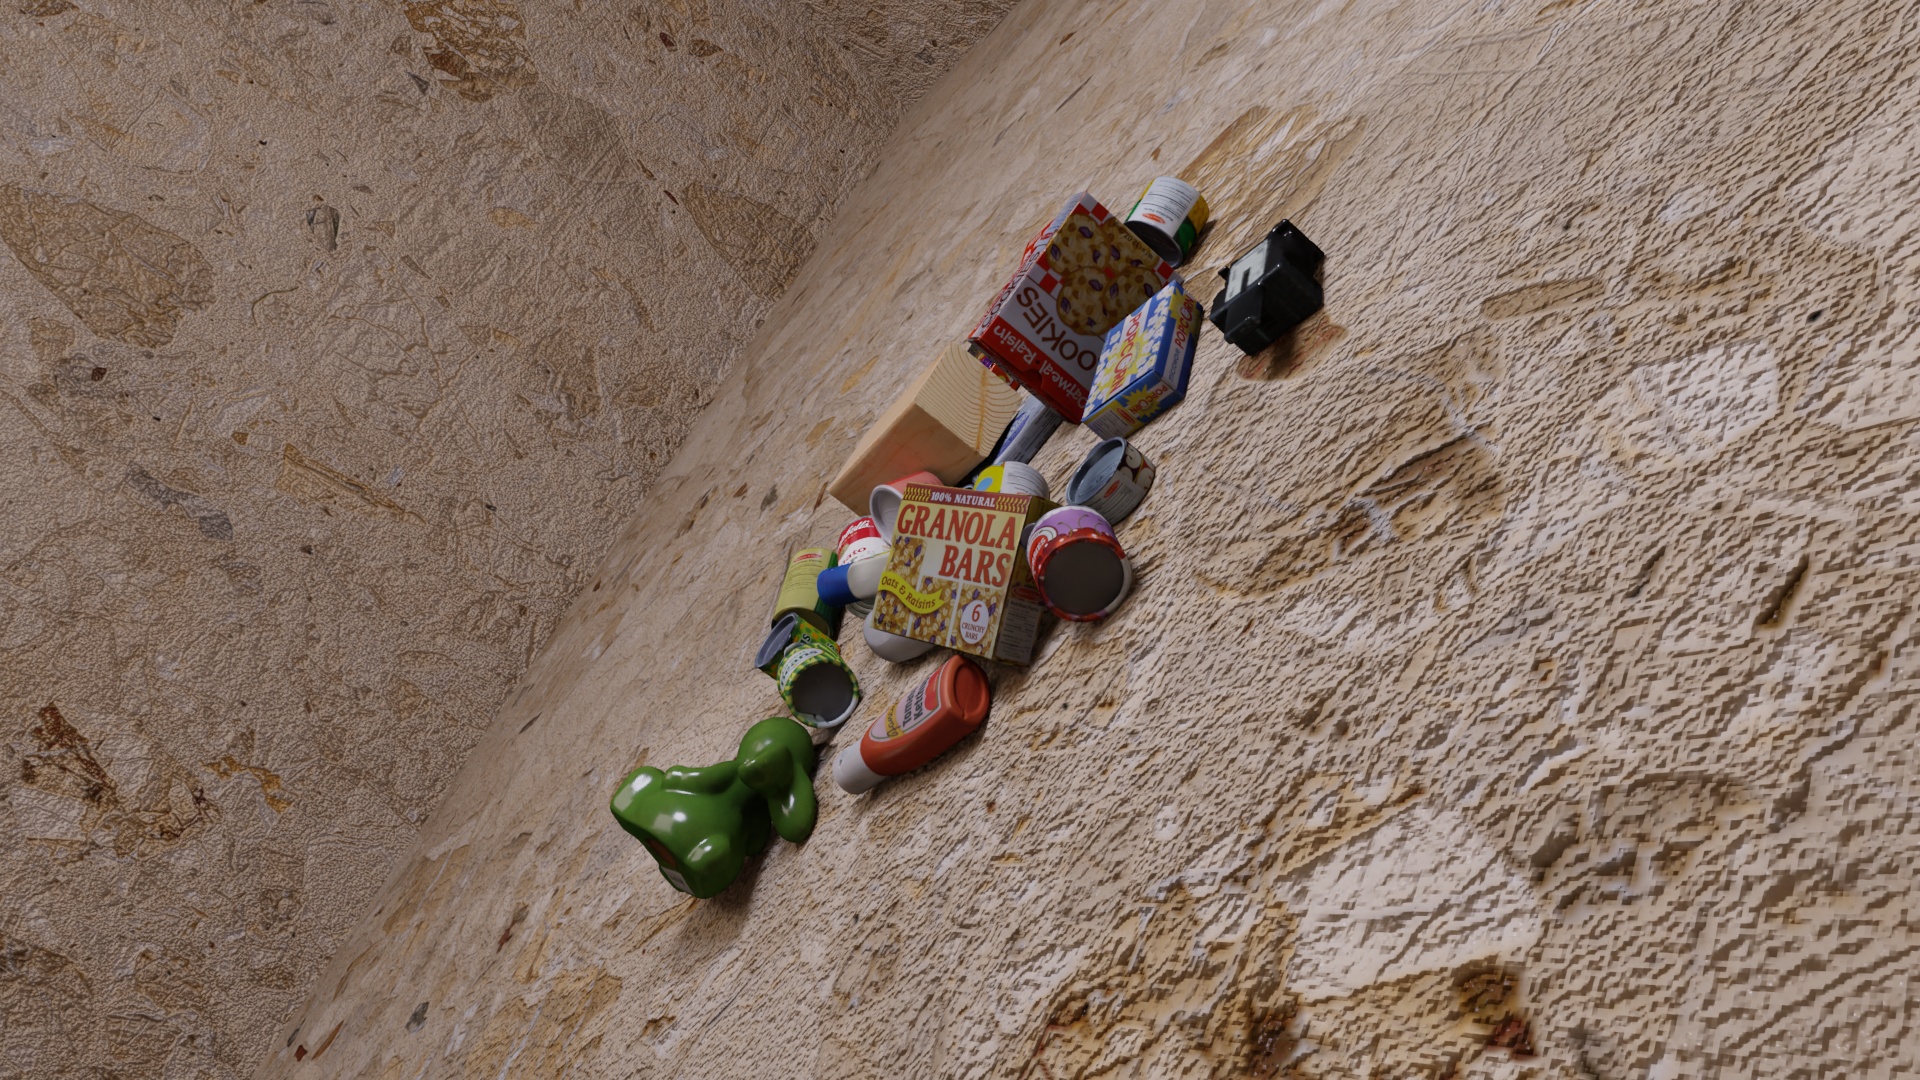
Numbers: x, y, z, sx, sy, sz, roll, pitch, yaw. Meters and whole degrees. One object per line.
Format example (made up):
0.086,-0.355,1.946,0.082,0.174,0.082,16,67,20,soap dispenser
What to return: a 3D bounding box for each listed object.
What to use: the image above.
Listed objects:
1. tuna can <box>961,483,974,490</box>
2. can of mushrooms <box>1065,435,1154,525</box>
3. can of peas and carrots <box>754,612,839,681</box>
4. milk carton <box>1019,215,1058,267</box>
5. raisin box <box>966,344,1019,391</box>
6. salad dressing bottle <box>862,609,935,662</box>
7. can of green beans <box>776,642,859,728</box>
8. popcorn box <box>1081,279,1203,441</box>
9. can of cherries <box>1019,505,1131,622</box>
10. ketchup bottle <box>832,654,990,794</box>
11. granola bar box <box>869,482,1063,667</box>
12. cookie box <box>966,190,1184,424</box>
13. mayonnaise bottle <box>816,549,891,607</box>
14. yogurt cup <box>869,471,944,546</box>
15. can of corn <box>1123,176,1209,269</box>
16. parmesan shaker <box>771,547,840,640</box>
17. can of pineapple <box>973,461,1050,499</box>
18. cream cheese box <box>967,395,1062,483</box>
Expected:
0.005,-0.016,1.268,0.071,0.033,0.071,-45,20,21,tuna can
0.114,-0.046,1.062,0.071,0.033,0.071,-45,20,21,can of mushrooms
-0.161,0.114,1.378,0.070,0.058,0.071,-44,20,22,can of peas and carrots
0.109,-0.283,1.450,0.072,0.073,0.192,-38,23,37,milk carton
0.038,-0.193,1.508,0.086,0.040,0.123,-55,19,-11,raisin box
-0.032,0.071,1.179,0.064,0.044,0.147,-57,20,-23,salad dressing bottle
-0.130,0.132,1.261,0.071,0.071,0.058,-53,18,-3,can of green beans
0.152,-0.147,1.153,0.085,0.038,0.127,-36,24,42,popcorn box
0.079,0.016,0.971,0.071,0.071,0.058,-48,20,14,can of cherries
-0.040,0.147,1.055,0.148,0.043,0.065,-40,25,35,ketchup bottle
0.002,0.023,1.070,0.165,0.039,0.124,8,82,53,granola bar box
0.103,-0.207,1.245,0.167,0.123,0.040,-54,17,-6,cookie box
-0.062,0.028,1.241,0.148,0.041,0.065,-15,-2,32,mayonnaise bottle
-0.045,-0.031,1.317,0.054,0.072,0.072,-30,4,-34,yogurt cup
0.190,-0.295,1.296,0.058,0.071,0.071,-57,19,-17,can of corn
-0.159,0.064,1.452,0.071,0.071,0.103,-42,22,29,parmesan shaker
0.039,-0.022,1.146,0.070,0.071,0.058,-42,20,29,can of pineapple
0.051,-0.089,1.304,0.103,0.024,0.053,-51,17,3,cream cheese box
